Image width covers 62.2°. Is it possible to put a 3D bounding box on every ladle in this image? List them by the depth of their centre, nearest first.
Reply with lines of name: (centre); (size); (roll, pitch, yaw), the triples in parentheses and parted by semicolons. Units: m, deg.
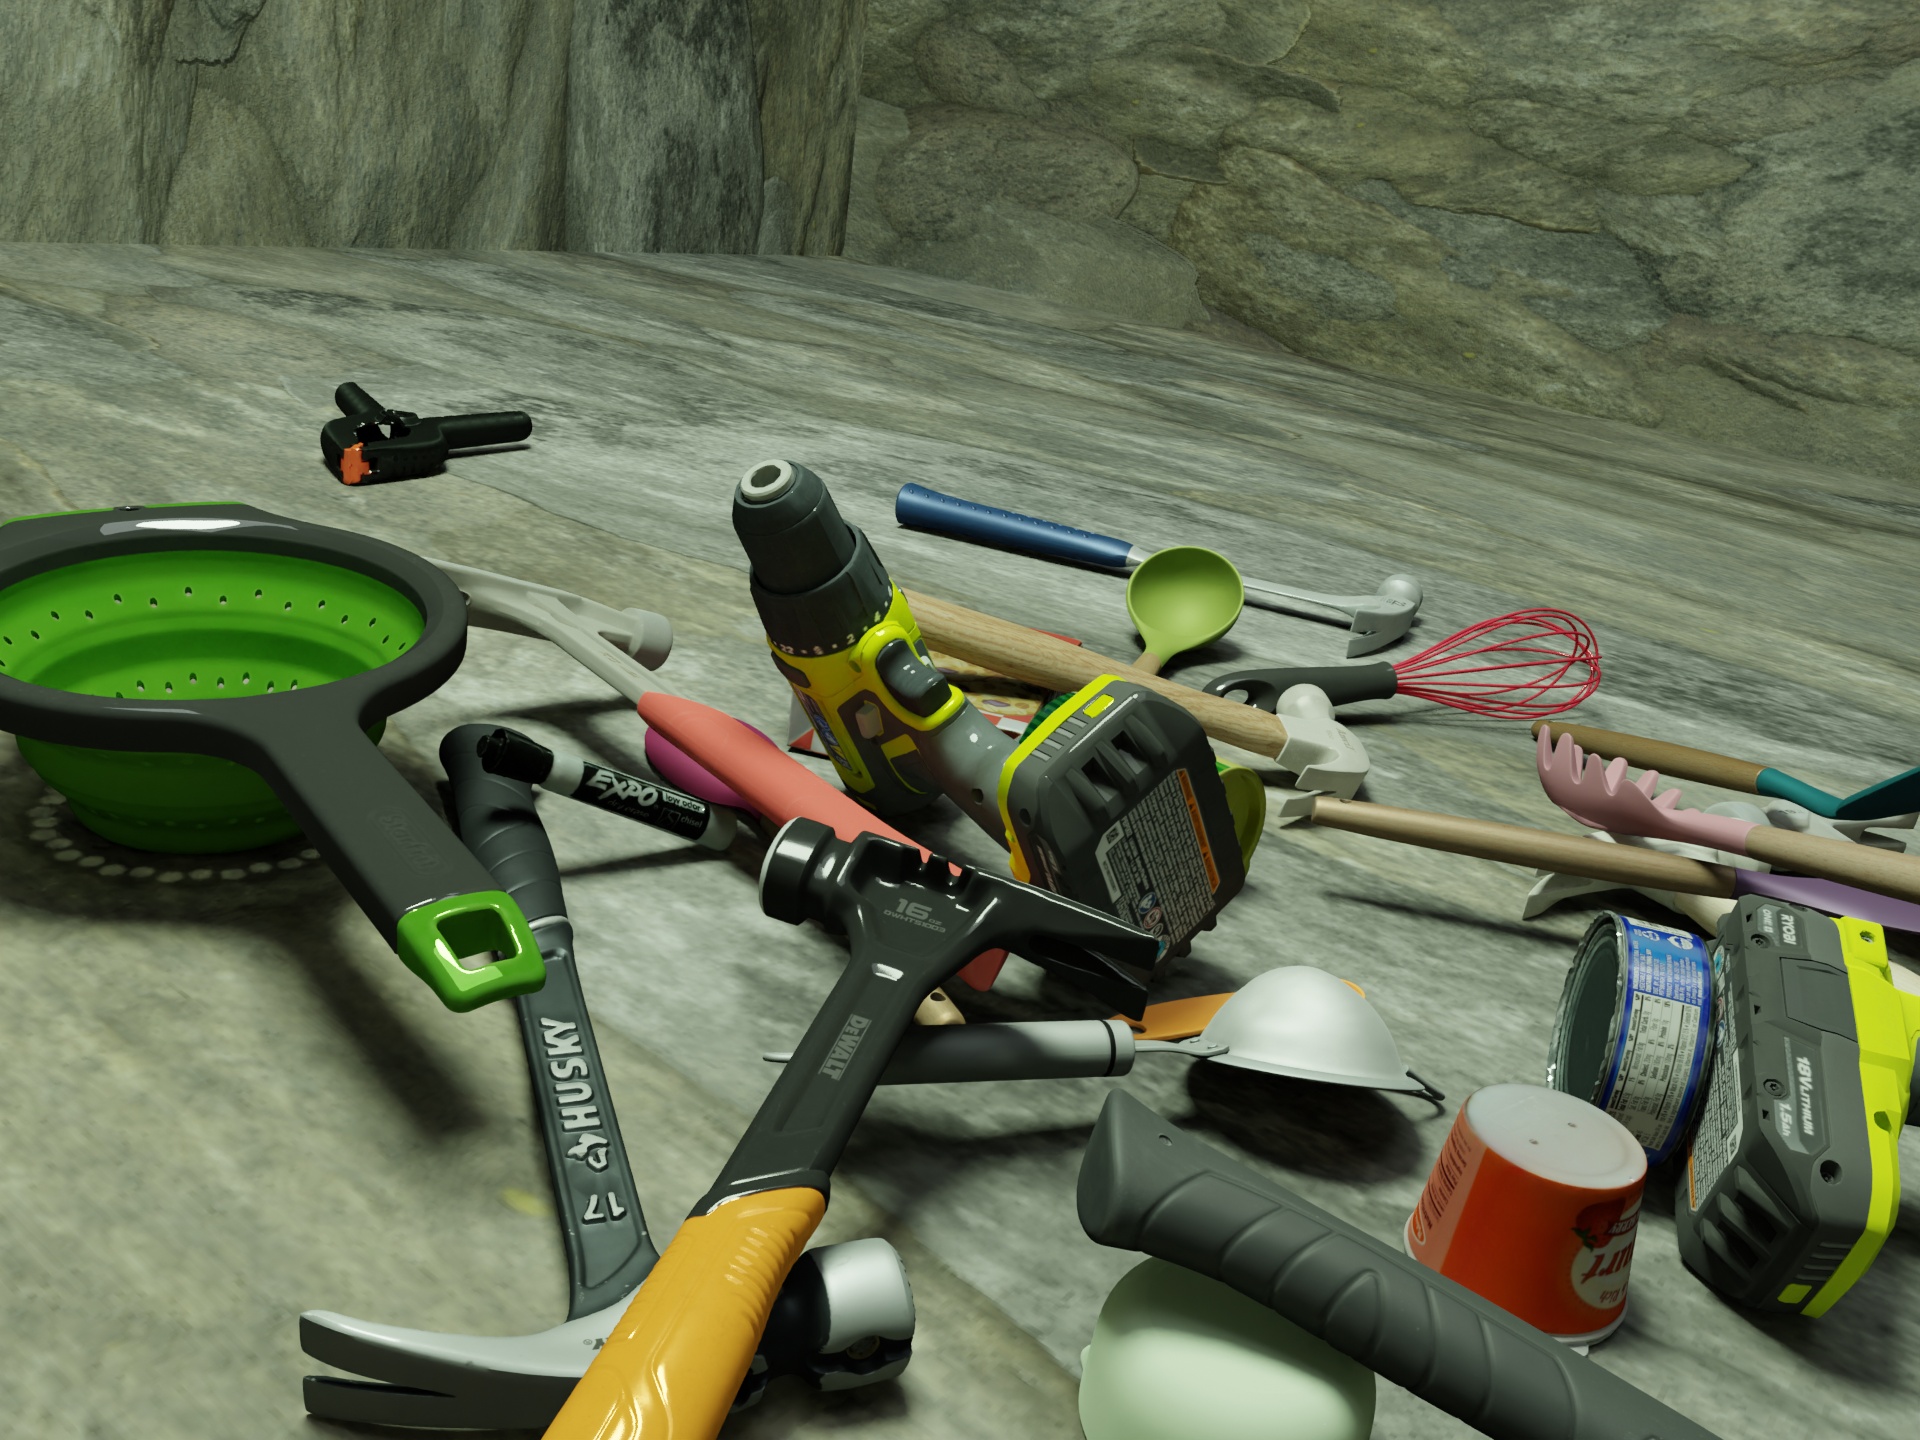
ladle: (0.109, -0.037, 0.952); (0.078, 0.062, 0.320); (13, 24, 15)

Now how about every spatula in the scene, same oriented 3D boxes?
spatula: (0.316, 0.067, 0.709); (0.316, 0.018, 0.060); (10, 15, 7)
spatula: (0.409, 0.017, 0.840); (0.082, 0.044, 0.318); (-1, 8, -18)

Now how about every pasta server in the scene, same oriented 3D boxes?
pasta server: (0.350, 0.048, 0.648); (0.060, 0.040, 0.316); (20, 0, -23)

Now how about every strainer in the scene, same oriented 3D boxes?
strainer: (0.059, 0.109, 0.539); (0.258, 0.050, 0.087); (3, -3, -22)

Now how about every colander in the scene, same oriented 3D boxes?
colander: (-0.261, 0.026, 0.606); (0.204, 0.094, 0.397); (-12, 33, -38)

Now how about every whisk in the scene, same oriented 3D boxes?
whisk: (0.279, -0.026, 0.982); (0.295, 0.073, 0.073); (-6, 25, -21)

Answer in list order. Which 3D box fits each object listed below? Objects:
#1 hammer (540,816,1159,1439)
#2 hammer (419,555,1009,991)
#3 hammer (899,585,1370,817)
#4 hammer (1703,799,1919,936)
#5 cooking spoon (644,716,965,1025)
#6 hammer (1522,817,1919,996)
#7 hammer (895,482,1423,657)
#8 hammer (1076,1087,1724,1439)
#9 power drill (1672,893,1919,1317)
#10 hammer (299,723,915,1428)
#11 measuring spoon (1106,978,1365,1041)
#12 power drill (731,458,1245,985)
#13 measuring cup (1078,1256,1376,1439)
hammer: (-0.051, 0.138, 0.378); (0.127, 0.034, 0.337); (17, 34, 12)
hammer: (-0.107, 0.011, 0.687); (0.149, 0.036, 0.359); (11, 15, -47)
hammer: (0.064, -0.023, 0.832); (0.331, 0.031, 0.130); (18, 24, -13)
hammer: (0.515, 0.128, 0.693); (0.143, 0.038, 0.387); (1, 22, -22)
cooking spoon: (-0.072, 0.054, 0.699); (0.068, 0.017, 0.319); (-2, 23, -27)
hammer: (0.412, 0.144, 0.618); (0.146, 0.038, 0.411); (-5, 25, -27)
hammer: (0.138, -0.122, 1.207); (0.405, 0.035, 0.144); (15, 22, 19)
hammer: (0.178, 0.179, 0.378); (0.335, 0.035, 0.146); (26, 25, 19)
power drill: (0.352, 0.146, 0.500); (0.223, 0.080, 0.171); (12, 43, 11)
hammer: (-0.152, 0.090, 0.558); (0.149, 0.036, 0.409); (-2, 23, -22)
measuring spoon: (0.107, 0.116, 0.620); (0.117, 0.011, 0.021); (-5, 24, -21)
power drill: (-0.001, -0.002, 0.656); (0.080, 0.190, 0.229); (-41, 48, -17)
measuring cup: (0.048, 0.181, 0.382); (0.083, 0.038, 0.167); (19, 22, 27)
